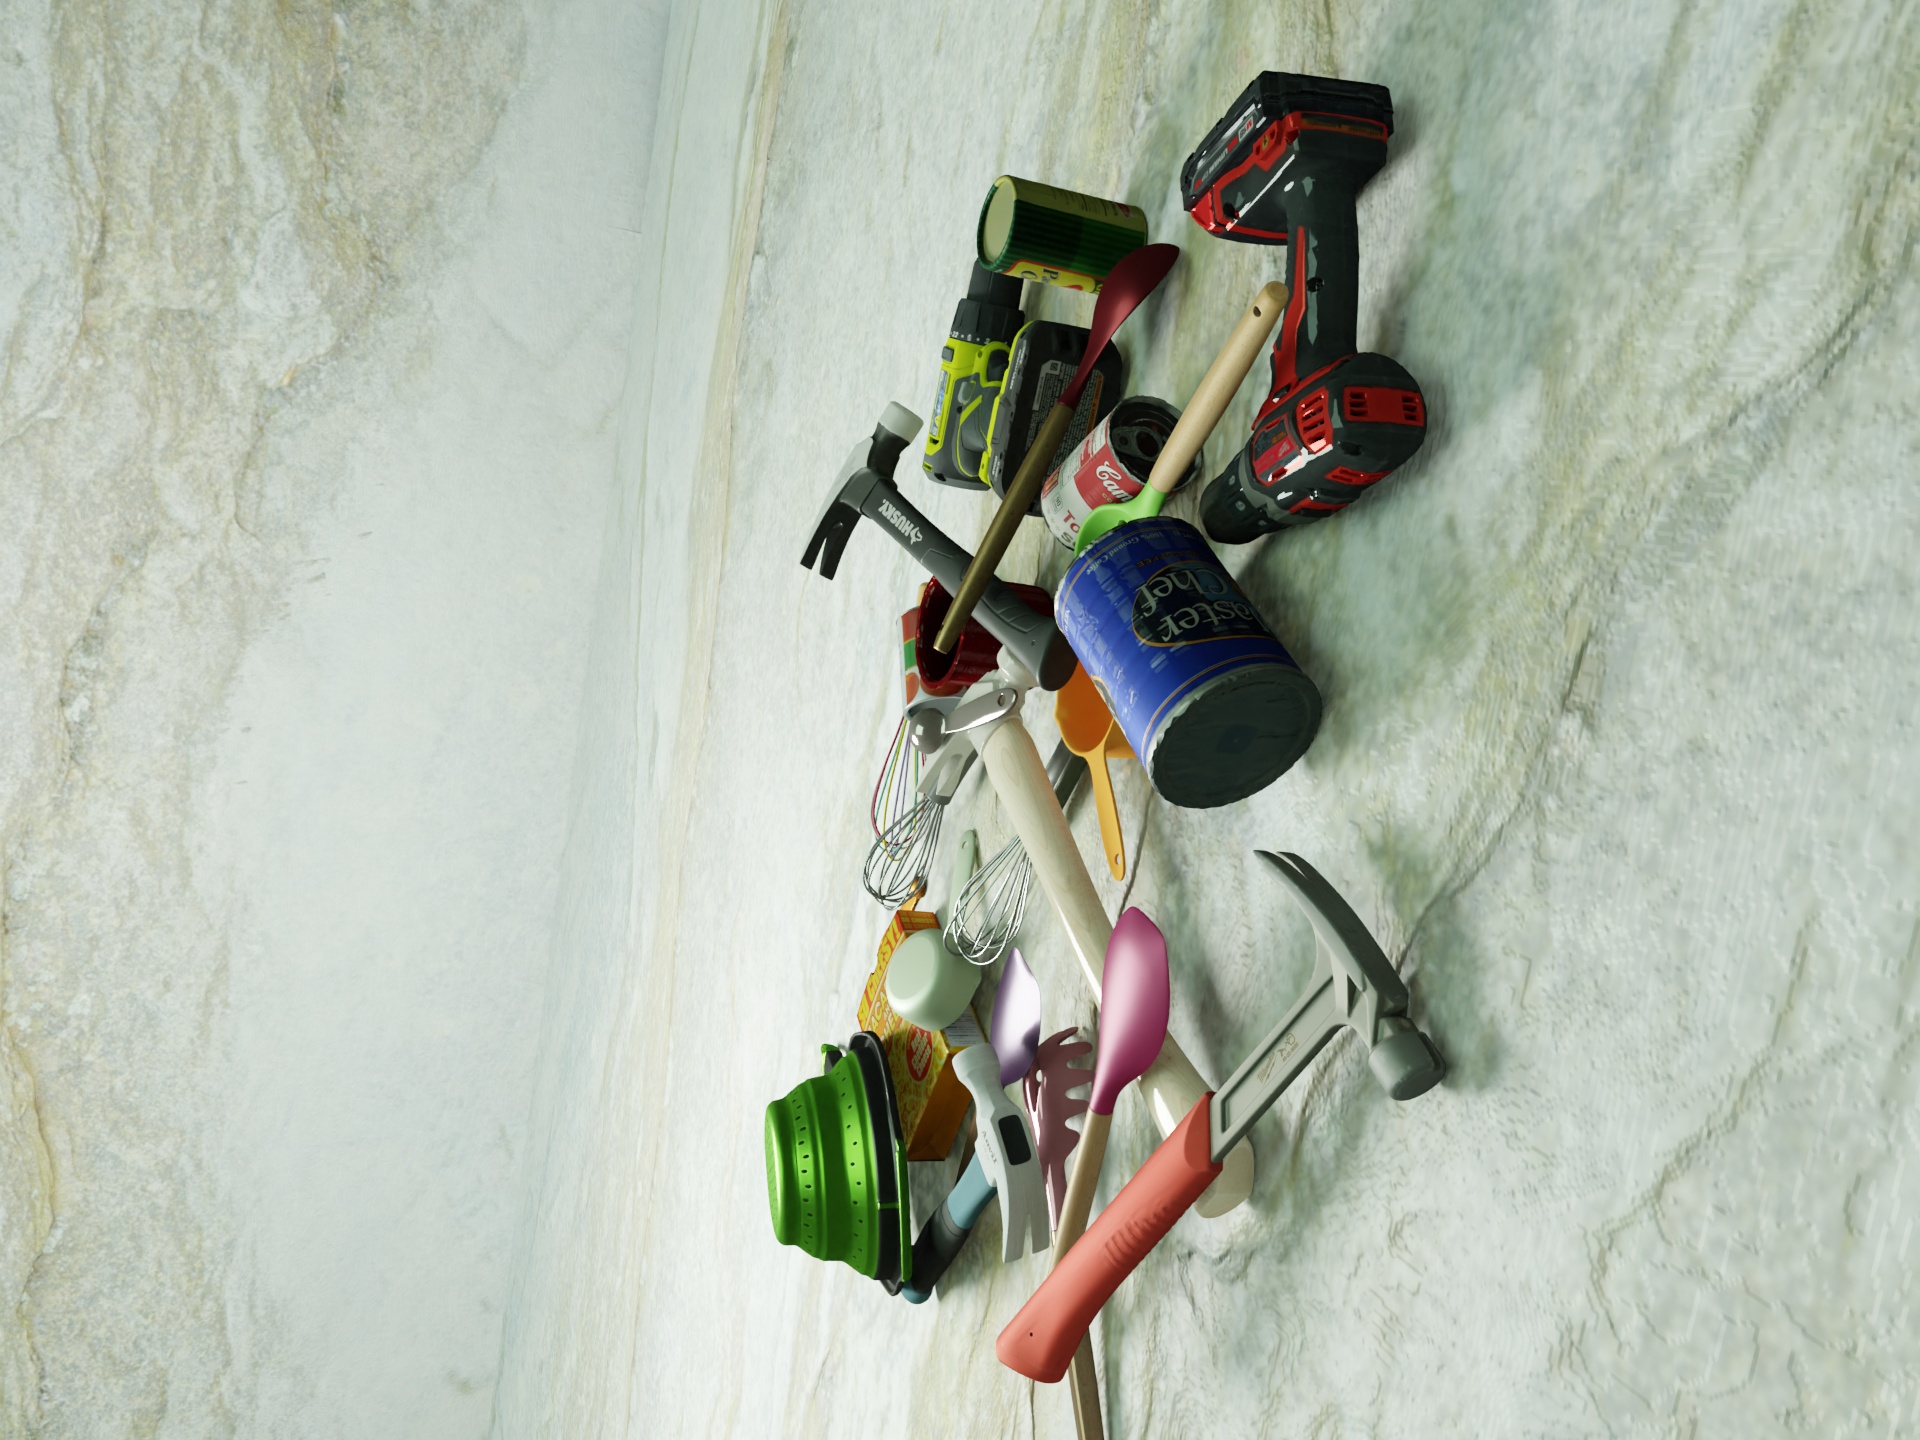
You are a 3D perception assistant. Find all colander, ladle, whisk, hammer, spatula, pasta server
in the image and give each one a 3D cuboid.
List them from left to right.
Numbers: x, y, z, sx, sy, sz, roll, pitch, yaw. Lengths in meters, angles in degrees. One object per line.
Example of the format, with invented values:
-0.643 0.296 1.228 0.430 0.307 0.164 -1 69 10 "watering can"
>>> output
-0.121 0.345 1.335 0.397 0.094 0.204 -158 65 -77 "colander"
-0.042 0.001 1.385 0.051 0.047 0.245 -3 77 58 "whisk"
-0.018 0.059 1.291 0.239 0.055 0.055 -61 31 25 "whisk"
-0.013 -0.110 1.144 0.146 0.035 0.335 -55 40 11 "hammer"
-0.002 0.355 1.145 0.330 0.033 0.128 111 142 -53 "hammer"
0.020 0.281 1.134 0.060 0.018 0.315 -121 32 -41 "spatula"
0.049 0.082 1.145 0.058 0.059 0.246 54 130 41 "whisk"
0.059 -0.186 1.067 0.315 0.031 0.069 -62 19 0 "ladle"
0.075 0.134 1.024 0.146 0.038 0.411 -56 41 32 "hammer"
0.077 0.361 1.042 0.060 0.040 0.316 139 128 -58 "pasta server"
0.115 0.242 0.877 0.359 0.036 0.149 -58 42 29 "hammer"

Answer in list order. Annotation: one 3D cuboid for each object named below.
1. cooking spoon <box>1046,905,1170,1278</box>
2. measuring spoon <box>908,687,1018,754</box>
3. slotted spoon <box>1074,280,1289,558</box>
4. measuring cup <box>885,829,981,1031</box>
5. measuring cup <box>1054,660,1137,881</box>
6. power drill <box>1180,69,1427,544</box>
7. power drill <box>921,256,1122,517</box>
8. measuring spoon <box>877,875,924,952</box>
0.080 0.254 0.960 0.069 0.017 0.318 45 132 52 "cooking spoon"
-0.002 -0.004 1.119 0.124 0.018 0.034 -22 65 52 "measuring spoon"
0.125 -0.149 0.915 0.070 0.031 0.313 56 158 13 "slotted spoon"
-0.017 0.157 1.245 0.083 0.038 0.168 -16 54 45 "measuring cup"
0.109 0.020 1.016 0.095 0.052 0.174 135 133 -56 "measuring cup"
0.178 -0.216 0.883 0.188 0.080 0.227 147 122 -70 "power drill"
0.040 -0.258 1.210 0.229 0.080 0.190 -132 51 -64 "power drill"
-0.056 0.175 1.406 0.116 0.011 0.021 119 148 -42 "measuring spoon"
